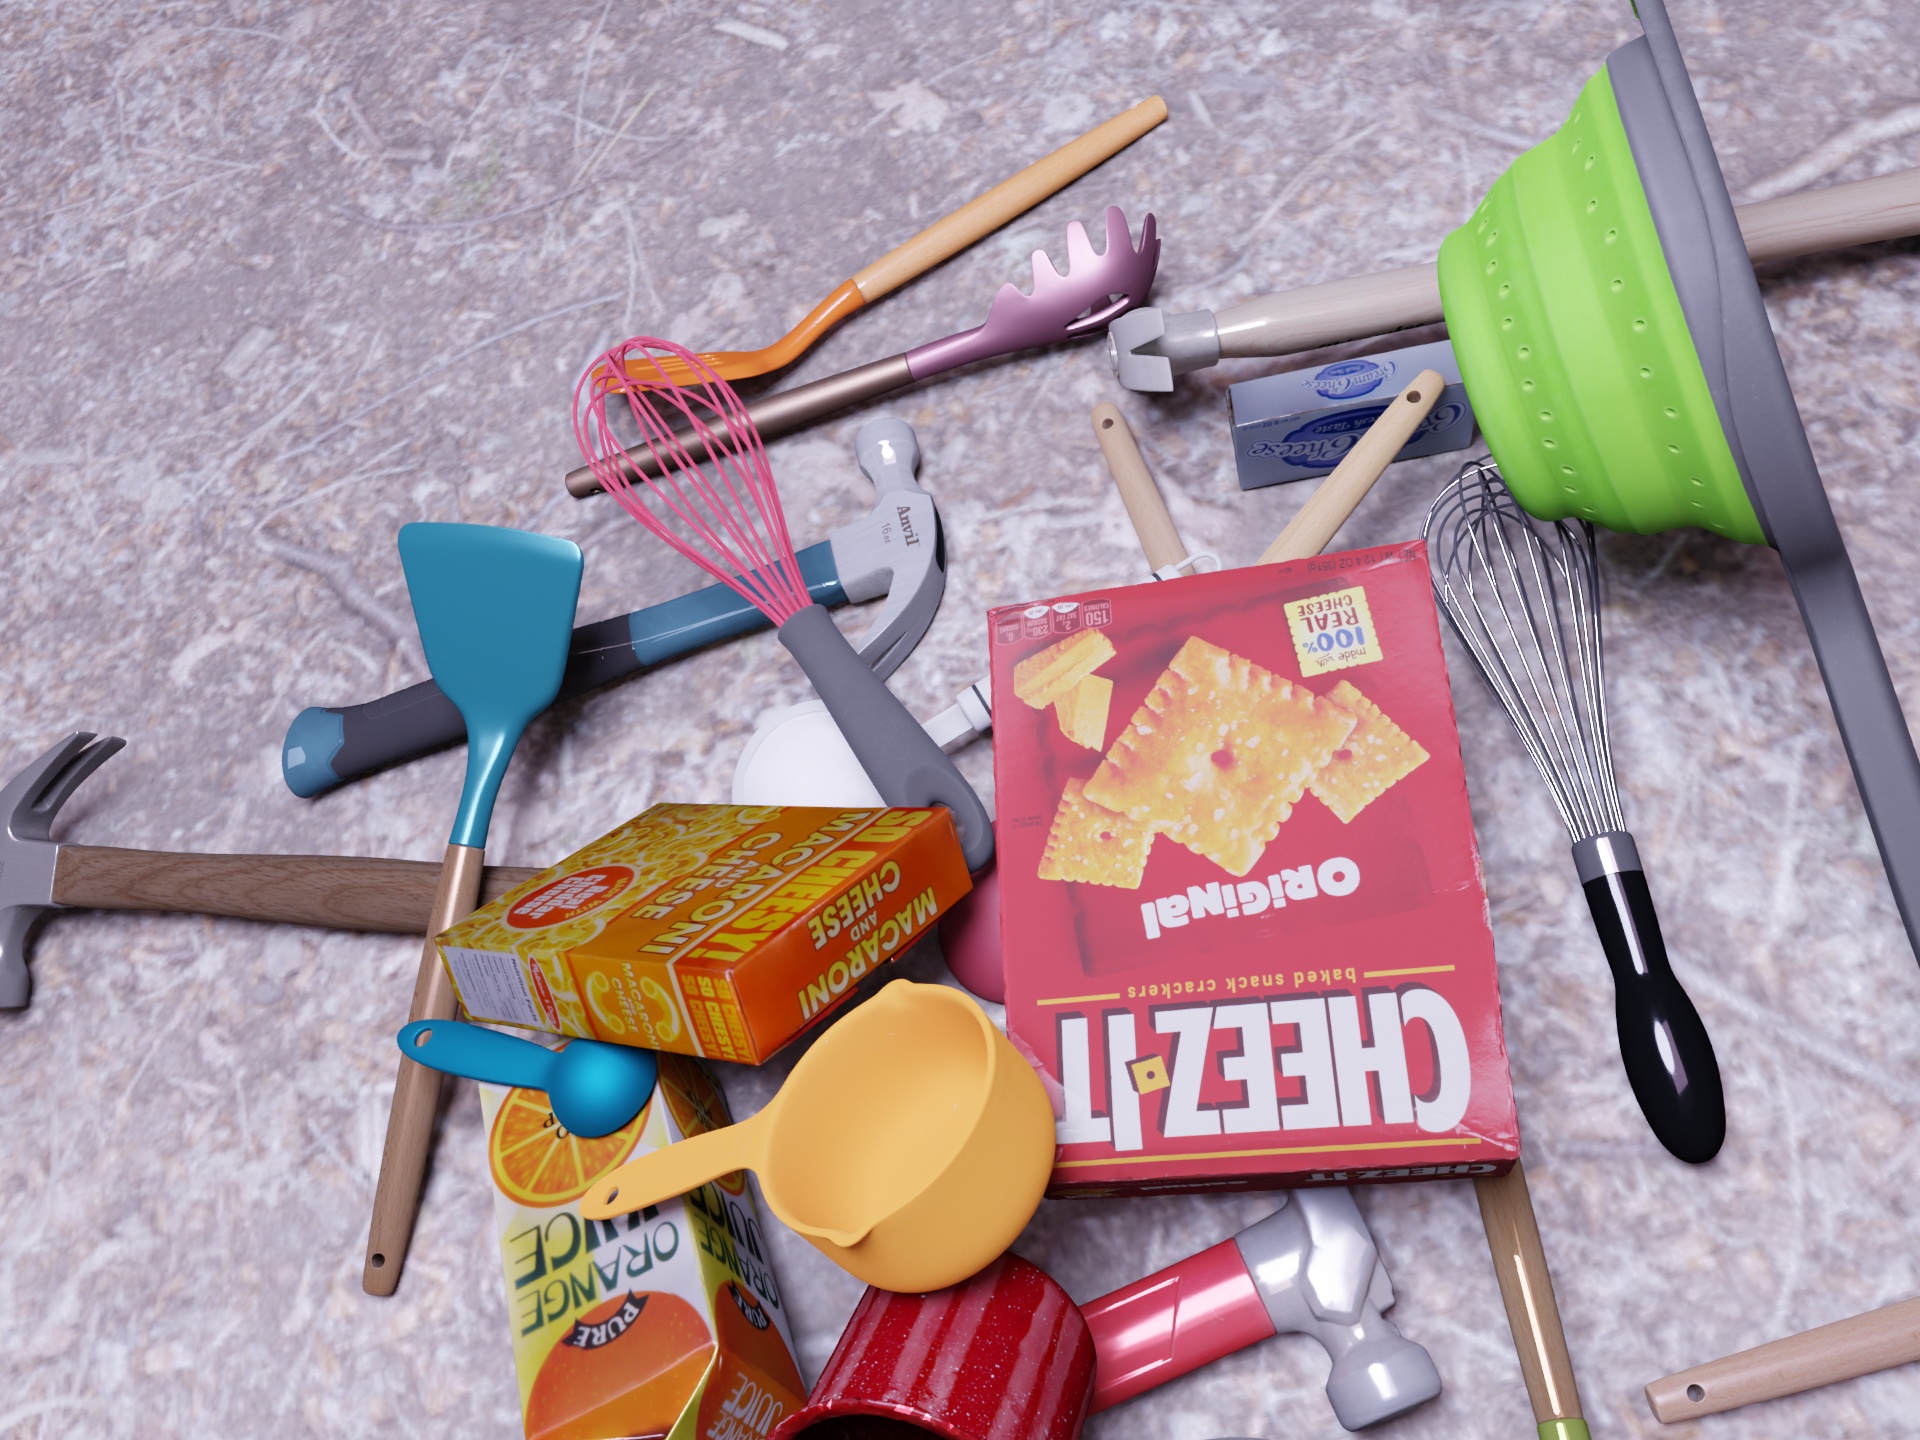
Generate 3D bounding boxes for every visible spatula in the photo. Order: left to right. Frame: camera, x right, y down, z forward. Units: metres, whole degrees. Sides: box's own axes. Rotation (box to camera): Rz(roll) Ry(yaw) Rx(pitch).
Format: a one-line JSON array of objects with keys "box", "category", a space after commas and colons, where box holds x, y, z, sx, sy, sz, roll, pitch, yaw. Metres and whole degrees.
[{"box": [-0.217, 0.077, 0.663, 0.082, 0.044, 0.317, 7, 81, 6], "category": "spatula"}, {"box": [-0.036, -0.237, 0.800, 0.322, 0.041, 0.081, -33, 27, -5], "category": "spatula"}, {"box": [0.375, 0.173, 0.511, 0.316, 0.018, 0.060, -19, 61, 4], "category": "spatula"}]

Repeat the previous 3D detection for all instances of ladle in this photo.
[{"box": [0.096, -0.018, 0.643, 0.069, 0.031, 0.315, 38, 87, 23], "category": "ladle"}, {"box": [0.195, 0.210, 0.536, 0.078, 0.062, 0.320, -14, 56, 14], "category": "ladle"}]

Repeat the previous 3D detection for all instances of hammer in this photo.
[{"box": [-0.306, 0.074, 0.722, 0.331, 0.031, 0.130, 2, 83, 12], "category": "hammer"}, {"box": [-0.164, -0.034, 0.745, 0.331, 0.033, 0.128, -19, 61, 6], "category": "hammer"}, {"box": [-0.037, 0.250, 0.574, 0.386, 0.038, 0.143, -25, 60, 2], "category": "hammer"}, {"box": [0.267, -0.191, 0.663, 0.410, 0.146, 0.038, -10, 102, 5], "category": "hammer"}]

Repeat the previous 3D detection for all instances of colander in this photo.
[{"box": [0.255, -0.058, 0.557, 0.094, 0.204, 0.397, -19, 90, 29], "category": "colander"}]

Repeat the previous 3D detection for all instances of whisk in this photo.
[{"box": [-0.076, -0.055, 0.660, 0.073, 0.073, 0.296, -36, 70, -3], "category": "whisk"}, {"box": [0.236, 0.022, 0.601, 0.070, 0.070, 0.285, -13, 67, 9], "category": "whisk"}]

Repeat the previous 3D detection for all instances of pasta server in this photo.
[{"box": [-0.051, -0.170, 0.776, 0.316, 0.060, 0.040, -17, 70, 11], "category": "pasta server"}]

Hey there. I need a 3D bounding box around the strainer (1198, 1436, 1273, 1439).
[{"box": [0.052, 0.329, 0.493, 0.069, 0.151, 0.256, 25, 91, 56], "category": "strainer"}]

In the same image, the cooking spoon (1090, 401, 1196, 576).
[{"box": [0.112, -0.013, 0.669, 0.069, 0.017, 0.319, -29, 60, 18], "category": "cooking spoon"}]

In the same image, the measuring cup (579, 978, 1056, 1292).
[{"box": [-0.047, 0.148, 0.517, 0.173, 0.052, 0.095, -24, 34, 27], "category": "measuring cup"}]

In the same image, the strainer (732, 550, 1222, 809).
[{"box": [-0.001, -0.002, 0.672, 0.258, 0.050, 0.087, -32, 83, 1], "category": "strainer"}]

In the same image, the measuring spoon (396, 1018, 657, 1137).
[{"box": [-0.171, 0.125, 0.598, 0.129, 0.021, 0.042, 4, 53, 29], "category": "measuring spoon"}]
